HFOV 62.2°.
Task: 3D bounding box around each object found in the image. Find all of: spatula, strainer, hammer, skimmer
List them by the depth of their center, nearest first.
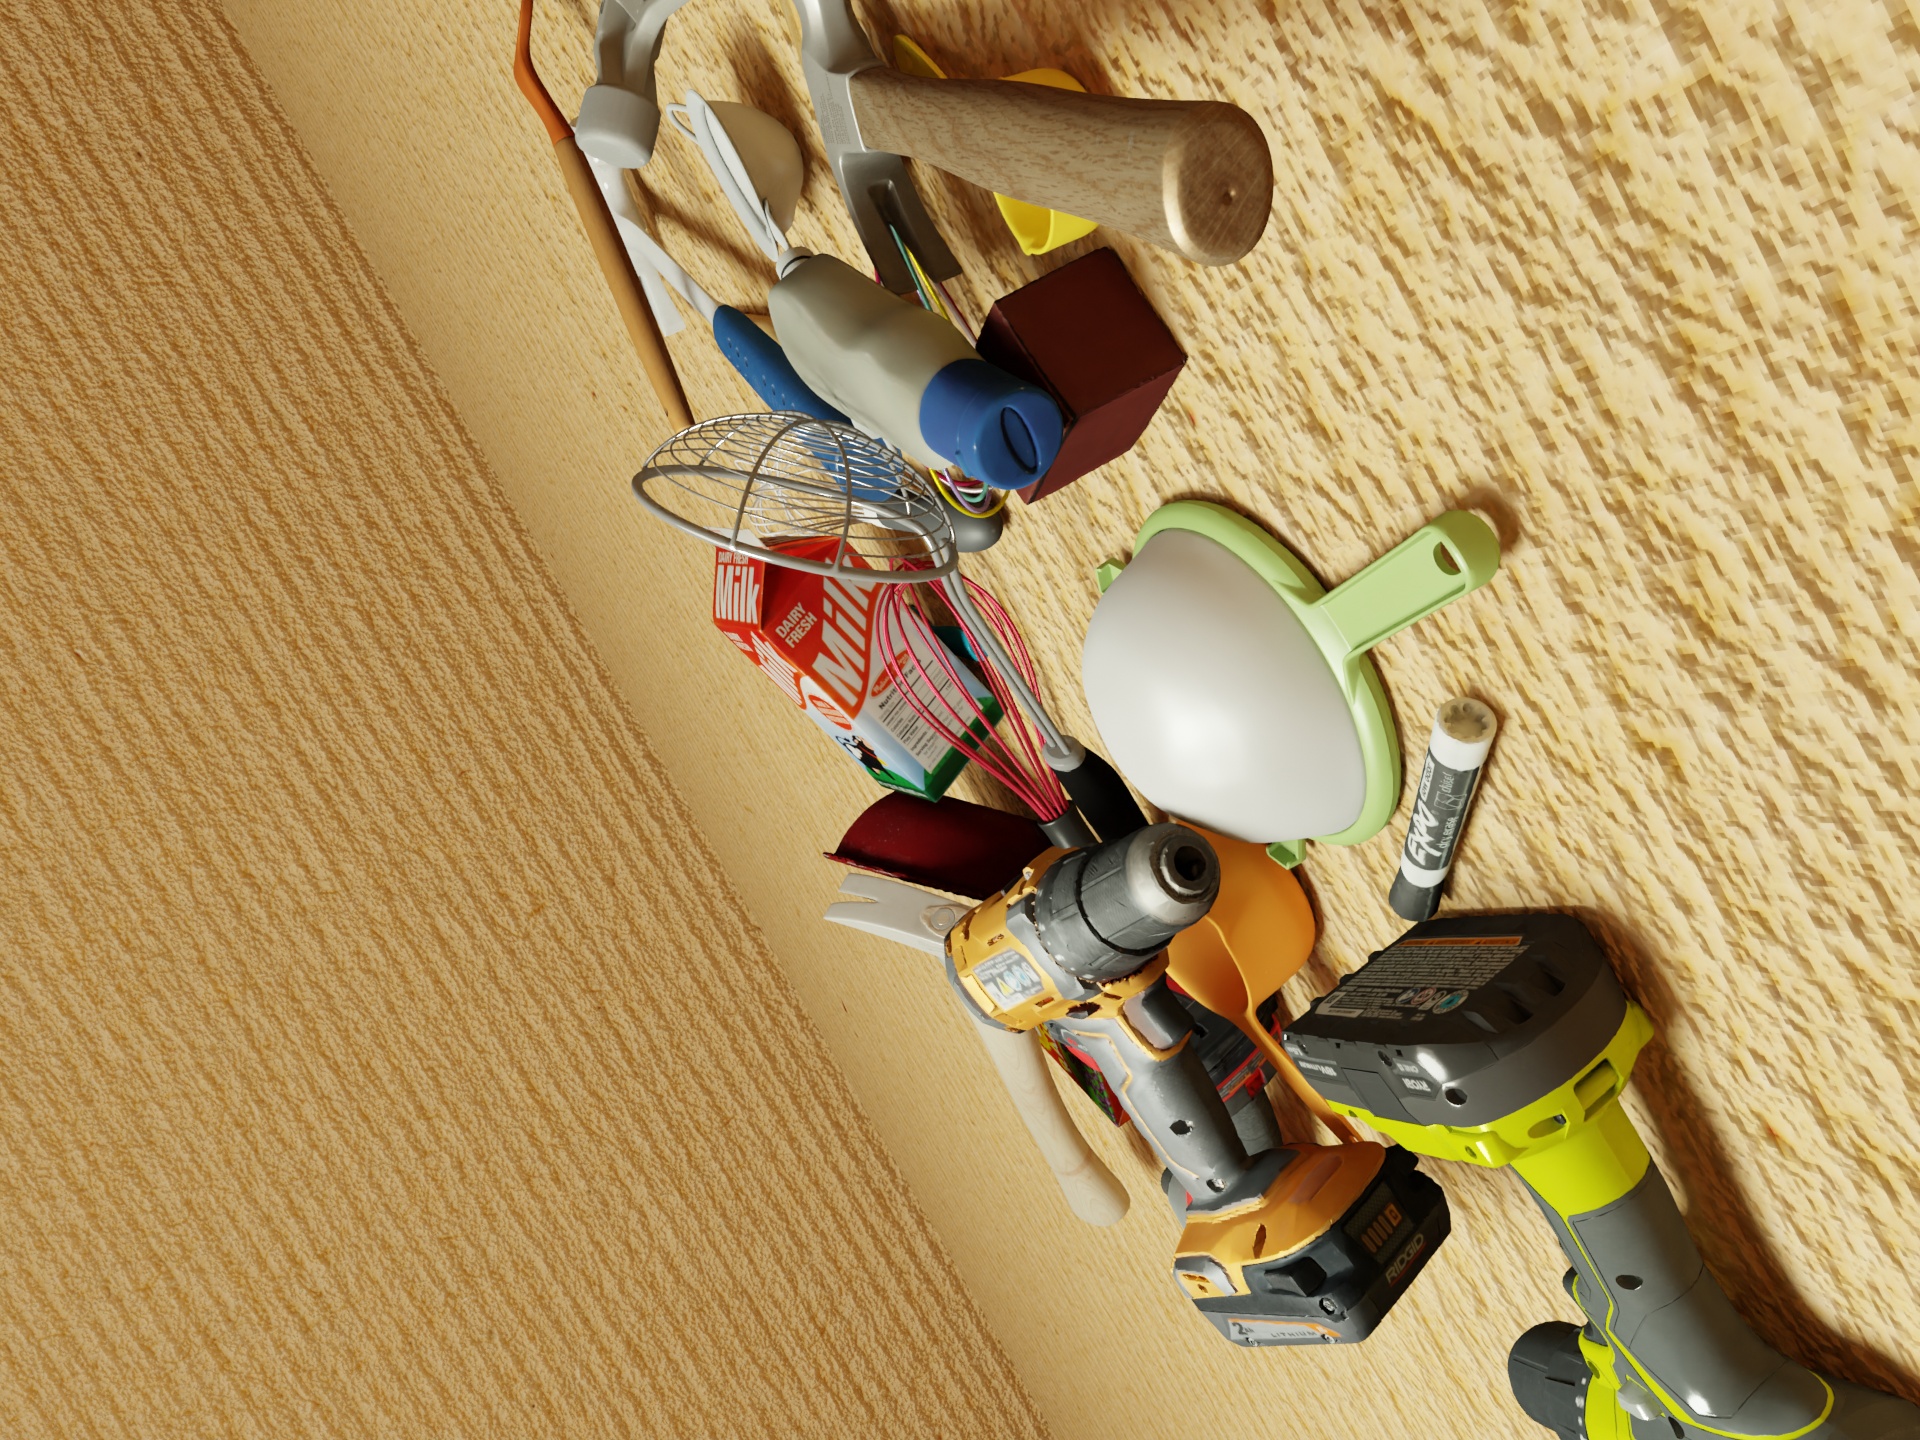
[{"bbox_3d":[0.005,-0.180,0.494,0.332,0.031,0.130,-129,20,-59],"label":"hammer"},{"bbox_3d":[-0.041,-0.282,0.503,0.359,0.036,0.149,11,89,58],"label":"hammer"},{"bbox_3d":[0.102,-0.014,0.559,0.151,0.069,0.256,58,166,4],"label":"strainer"},{"bbox_3d":[-0.001,-0.002,0.702,0.127,0.090,0.362,38,169,48],"label":"skimmer"},{"bbox_3d":[-0.074,-0.210,0.722,0.086,0.050,0.259,70,175,-60],"label":"strainer"},{"bbox_3d":[-0.132,-0.219,0.890,0.406,0.035,0.143,49,158,46],"label":"hammer"},{"bbox_3d":[-0.208,-0.311,0.910,0.323,0.041,0.081,67,156,7],"label":"spatula"},{"bbox_3d":[0.037,0.231,1.025,0.146,0.038,0.410,14,148,27],"label":"hammer"}]

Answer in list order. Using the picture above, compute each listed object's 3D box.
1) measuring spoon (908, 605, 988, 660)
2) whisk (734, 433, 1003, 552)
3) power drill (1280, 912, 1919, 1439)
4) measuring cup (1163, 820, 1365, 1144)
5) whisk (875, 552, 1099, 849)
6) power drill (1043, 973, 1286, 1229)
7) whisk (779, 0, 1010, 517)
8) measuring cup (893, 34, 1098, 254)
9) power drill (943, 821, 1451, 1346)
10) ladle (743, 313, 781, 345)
[{"bbox_3d":[-0.015,-0.044,0.948,0.042,0.021,0.129,63,165,-15],"label":"measuring spoon"},{"bbox_3d":[-0.056,-0.122,0.880,0.285,0.070,0.070,23,141,58],"label":"whisk"},{"bbox_3d":[0.216,0.186,0.565,0.228,0.080,0.190,57,163,-1],"label":"power drill"},{"bbox_3d":[0.144,0.117,0.712,0.173,0.052,0.095,50,162,5],"label":"measuring cup"},{"bbox_3d":[0.042,0.035,0.865,0.295,0.073,0.073,57,165,-15],"label":"whisk"},{"bbox_3d":[0.134,0.219,0.856,0.143,0.078,0.219,16,138,54],"label":"power drill"},{"bbox_3d":[-0.027,-0.202,0.673,0.051,0.047,0.244,-142,30,-70],"label":"whisk"},{"bbox_3d":[0.012,-0.217,0.564,0.157,0.029,0.062,-120,13,-45],"label":"measuring cup"},{"bbox_3d":[0.101,0.147,0.665,0.226,0.084,0.185,51,149,3],"label":"power drill"},{"bbox_3d":[-0.079,-0.201,0.852,0.316,0.031,0.069,35,148,60],"label":"ladle"}]
